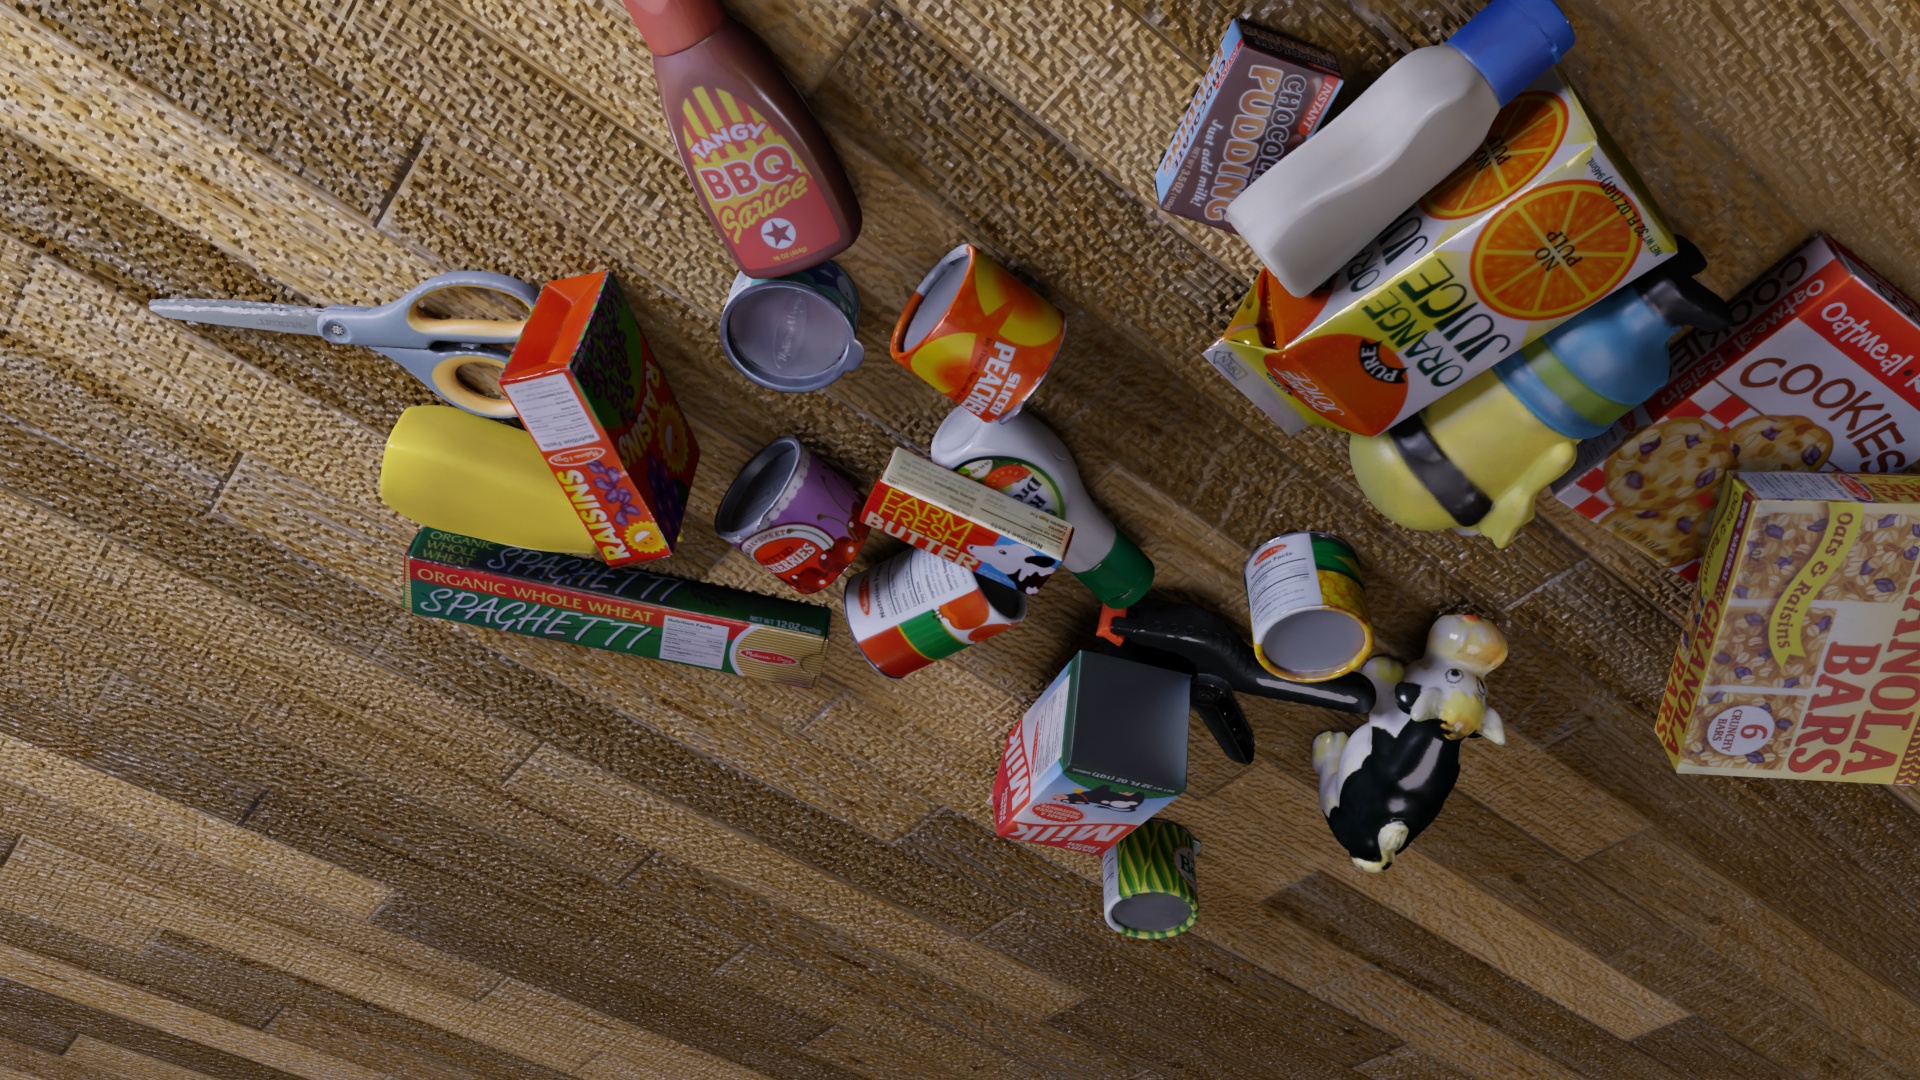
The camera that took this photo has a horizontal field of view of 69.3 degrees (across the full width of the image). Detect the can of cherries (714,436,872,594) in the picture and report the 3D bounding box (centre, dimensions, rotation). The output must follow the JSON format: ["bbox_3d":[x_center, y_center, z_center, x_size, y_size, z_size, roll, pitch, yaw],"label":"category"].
[{"bbox_3d":[-0.089,-0.011,0.748,0.071,0.072,0.058,-32,124,29],"label":"can of cherries"}]

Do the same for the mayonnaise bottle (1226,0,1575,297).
[{"bbox_3d":[0.184,-0.168,0.582,0.148,0.041,0.065,-41,151,15],"label":"mayonnaise bottle"}]

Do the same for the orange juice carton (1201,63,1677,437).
[{"bbox_3d":[0.207,-0.116,0.630,0.192,0.073,0.071,-34,124,31],"label":"orange juice carton"}]

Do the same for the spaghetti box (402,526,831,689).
[{"bbox_3d":[-0.204,0.042,0.834,0.250,0.029,0.049,12,133,-8],"label":"spaghetti box"}]

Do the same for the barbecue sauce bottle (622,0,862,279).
[{"bbox_3d":[-0.100,-0.187,0.603,0.065,0.044,0.148,-14,130,17],"label":"barbecue sauce bottle"}]

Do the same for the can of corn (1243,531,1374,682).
[{"bbox_3d":[0.198,0.039,0.786,0.071,0.058,0.070,2,133,2],"label":"can of corn"}]

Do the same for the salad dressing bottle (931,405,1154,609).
[{"bbox_3d":[0.048,-0.017,0.753,0.064,0.044,0.147,-27,126,34],"label":"salad dressing bottle"}]

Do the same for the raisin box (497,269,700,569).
[{"bbox_3d":[-0.177,-0.060,0.698,0.040,0.086,0.122,-11,131,11],"label":"raisin box"}]

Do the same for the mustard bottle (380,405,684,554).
[{"bbox_3d":[-0.229,-0.024,0.760,0.160,0.049,0.065,17,134,-13],"label":"mustard bottle"}]

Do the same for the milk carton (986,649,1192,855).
[{"bbox_3d":[0.074,0.142,0.862,0.072,0.074,0.189,14,150,-10],"label":"milk carton"}]

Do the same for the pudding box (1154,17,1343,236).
[{"bbox_3d":[0.124,-0.178,0.607,0.050,0.030,0.083,16,132,-12],"label":"pudding box"}]

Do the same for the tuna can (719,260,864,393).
[{"bbox_3d":[-0.080,-0.107,0.684,0.071,0.033,0.070,2,133,2],"label":"tuna can"}]

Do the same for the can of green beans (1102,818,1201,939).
[{"bbox_3d":[0.133,0.239,0.977,0.071,0.058,0.071,2,133,2],"label":"can of green beans"}]

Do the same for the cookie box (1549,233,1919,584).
[{"bbox_3d":[0.401,-0.058,0.696,0.123,0.040,0.166,27,130,-20],"label":"cookie box"}]

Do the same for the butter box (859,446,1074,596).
[{"bbox_3d":[0.003,-0.009,0.723,0.103,0.024,0.053,24,151,-4],"label":"butter box"}]

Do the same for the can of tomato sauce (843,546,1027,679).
[{"bbox_3d":[-0.013,0.034,0.790,0.083,0.071,0.071,-26,126,24],"label":"can of tomato sauce"}]

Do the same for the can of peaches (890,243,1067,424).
[{"bbox_3d":[0.008,-0.097,0.662,0.058,0.071,0.071,33,127,-23],"label":"can of peaches"}]

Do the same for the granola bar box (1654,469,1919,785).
[{"bbox_3d":[0.440,0.045,0.708,0.124,0.039,0.164,2,119,5],"label":"granola bar box"}]
